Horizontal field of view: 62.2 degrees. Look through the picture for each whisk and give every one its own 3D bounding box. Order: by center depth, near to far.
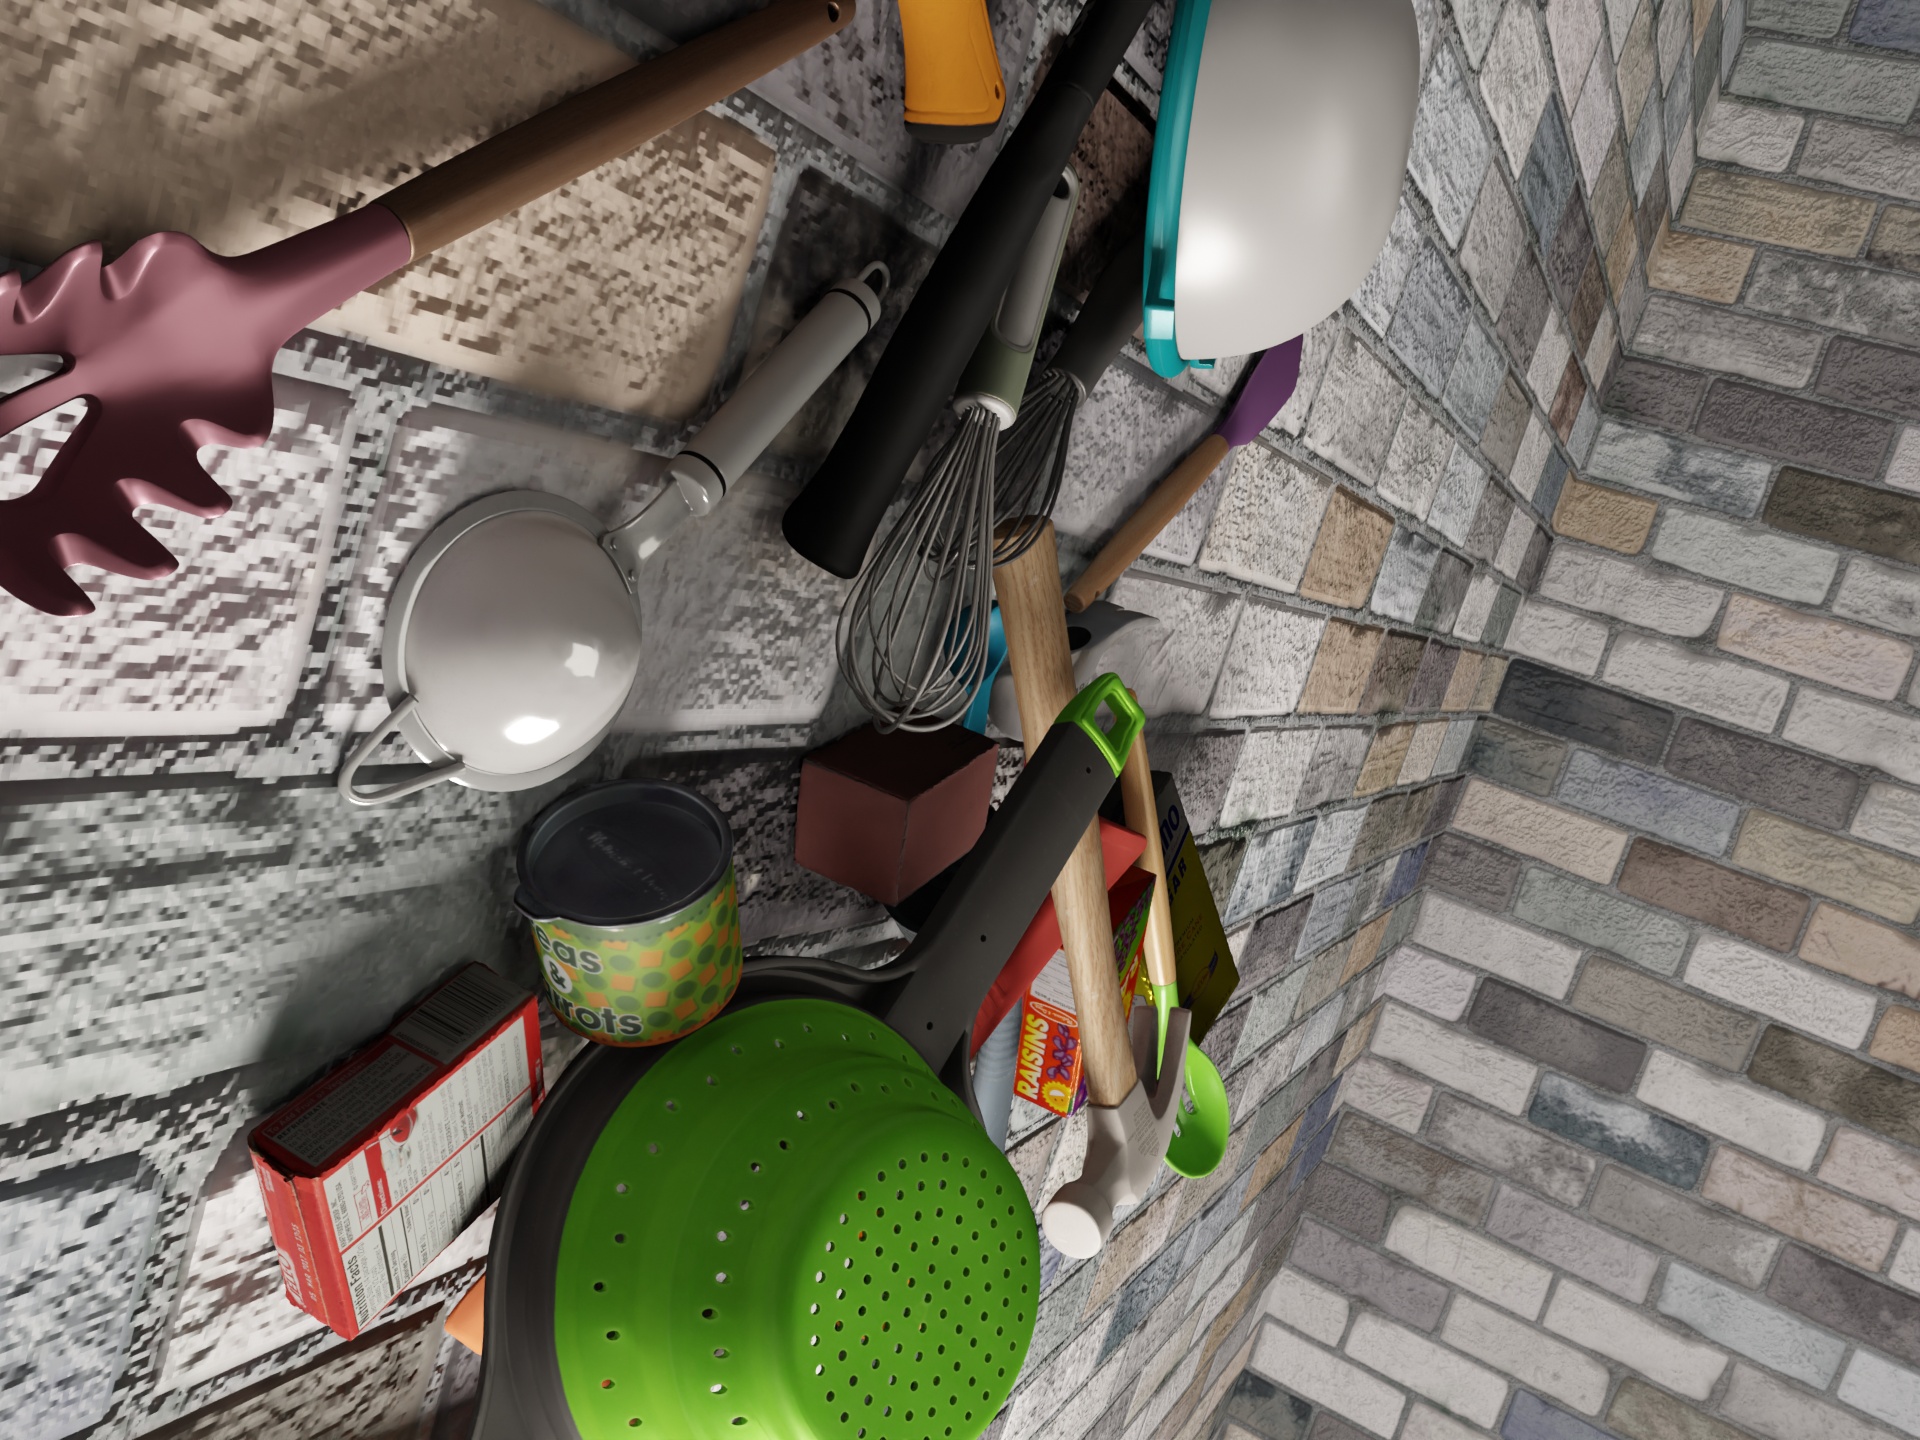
[{"bbox_3d":[0.007,-0.109,0.592,0.059,0.057,0.246,-24,-133,64],"label":"whisk"},{"bbox_3d":[0.043,-0.146,0.682,0.239,0.055,0.055,-59,155,-31],"label":"whisk"}]

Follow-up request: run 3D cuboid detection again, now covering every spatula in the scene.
[{"bbox_3d":[-0.123,0.279,0.613,0.081,0.041,0.322,-47,138,-37],"label":"spatula"},{"bbox_3d":[0.136,-0.147,0.906,0.316,0.018,0.059,-48,148,-41],"label":"spatula"}]

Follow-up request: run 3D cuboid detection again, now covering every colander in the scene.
[{"bbox_3d":[-0.002,0.124,0.564,0.204,0.094,0.397,52,55,-25],"label":"colander"}]

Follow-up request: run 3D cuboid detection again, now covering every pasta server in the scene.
[{"bbox_3d":[-0.110,-0.125,0.376,0.316,0.040,0.060,-49,138,-40],"label":"pasta server"}]

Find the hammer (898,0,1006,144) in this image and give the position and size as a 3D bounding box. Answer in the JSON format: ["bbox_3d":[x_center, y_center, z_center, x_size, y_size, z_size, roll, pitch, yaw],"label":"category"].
[{"bbox_3d":[-0.026,-0.290,0.406,0.336,0.034,0.127,70,35,-61],"label":"hammer"}]

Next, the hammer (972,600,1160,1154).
[{"bbox_3d":[0.040,0.121,0.902,0.143,0.038,0.386,-37,141,-53],"label":"hammer"}]

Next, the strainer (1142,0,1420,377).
[{"bbox_3d":[0.155,-0.310,0.671,0.211,0.095,0.340,-30,131,-73],"label":"strainer"}]

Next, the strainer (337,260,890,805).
[{"bbox_3d":[-0.085,-0.067,0.480,0.258,0.050,0.086,-56,139,-33],"label":"strainer"}]

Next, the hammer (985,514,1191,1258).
[{"bbox_3d":[0.055,0.069,0.730,0.130,0.031,0.331,-35,119,-54],"label":"hammer"}]

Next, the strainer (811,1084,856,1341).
[{"bbox_3d":[-0.056,0.313,0.819,0.256,0.069,0.151,-66,156,-9],"label":"strainer"}]

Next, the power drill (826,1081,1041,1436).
[{"bbox_3d":[-0.047,0.261,0.641,0.227,0.084,0.164,-61,148,-30],"label":"power drill"}]

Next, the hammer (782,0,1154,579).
[{"bbox_3d":[0.031,-0.200,0.547,0.035,0.146,0.335,29,90,-22],"label":"hammer"}]

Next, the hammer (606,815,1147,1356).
[{"bbox_3d":[-0.024,0.181,0.749,0.359,0.037,0.149,-48,140,-27],"label":"hammer"}]

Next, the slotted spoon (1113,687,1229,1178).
[{"bbox_3d":[0.118,0.130,0.943,0.070,0.031,0.313,-25,113,-39],"label":"slotted spoon"}]

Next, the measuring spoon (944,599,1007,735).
[{"bbox_3d":[-0.001,-0.002,0.739,0.042,0.021,0.128,-37,147,-46],"label":"measuring spoon"}]
